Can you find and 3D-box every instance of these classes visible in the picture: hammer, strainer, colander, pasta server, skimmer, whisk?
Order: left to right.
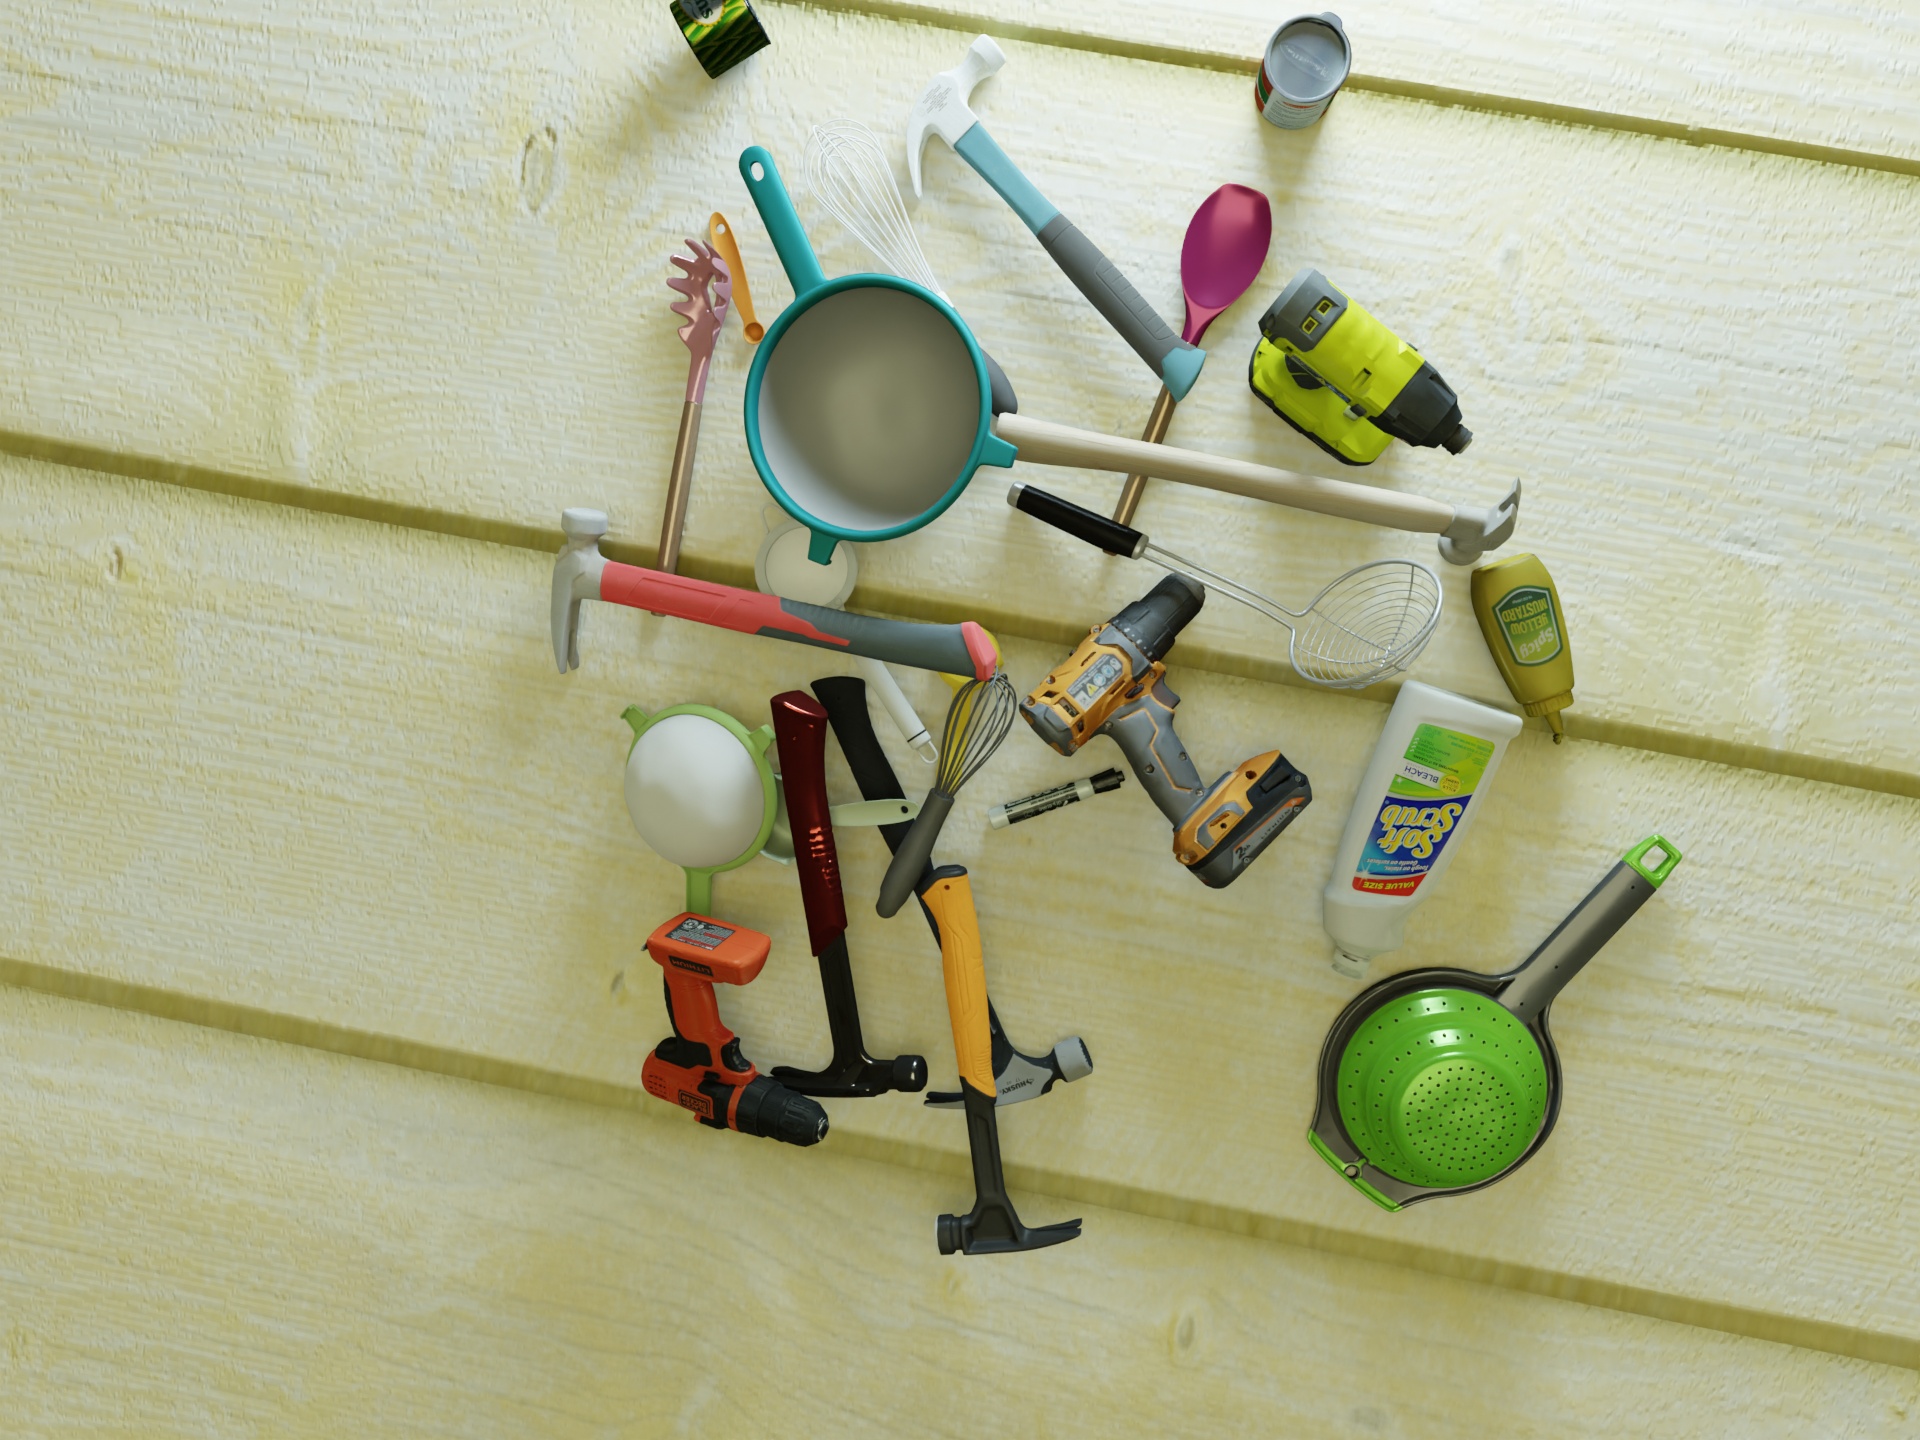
[{"bbox_3d":[-0.237,-0.244,1.349,0.060,0.040,0.316,18,101,37],"label":"pasta server"},{"bbox_3d":[-0.237,0.116,1.356,0.151,0.069,0.256,9,105,22],"label":"strainer"},{"bbox_3d":[-0.161,-0.072,1.322,0.386,0.038,0.143,13,107,13],"label":"hammer"},{"bbox_3d":[-0.124,0.152,1.340,0.149,0.037,0.359,-3,106,19],"label":"hammer"},{"bbox_3d":[-0.093,-0.072,1.345,0.087,0.050,0.258,-33,89,2],"label":"strainer"},{"bbox_3d":[-0.090,-0.309,1.305,0.211,0.095,0.340,-26,85,19],"label":"strainer"},{"bbox_3d":[-0.037,-0.368,1.312,0.070,0.070,0.284,-34,97,7],"label":"whisk"},{"bbox_3d":[-0.033,0.148,1.377,0.149,0.036,0.409,-24,93,8],"label":"hammer"},{"bbox_3d":[-0.017,0.062,1.328,0.055,0.055,0.239,26,103,1],"label":"whisk"},{"bbox_3d":[0.020,0.288,1.351,0.127,0.034,0.337,-7,95,8],"label":"hammer"},{"bbox_3d":[0.082,-0.396,1.301,0.128,0.033,0.331,-42,88,8],"label":"hammer"},{"bbox_3d":[0.199,-0.130,1.265,0.363,0.090,0.127,26,68,16],"label":"skimmer"},{"bbox_3d":[0.230,-0.194,1.263,0.410,0.146,0.038,12,83,4],"label":"hammer"},{"bbox_3d":[0.460,0.255,1.317,0.204,0.094,0.397,41,98,-1],"label":"colander"}]

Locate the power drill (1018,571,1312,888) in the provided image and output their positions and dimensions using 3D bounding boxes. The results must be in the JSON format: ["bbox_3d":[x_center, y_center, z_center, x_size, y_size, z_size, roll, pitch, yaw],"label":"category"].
[{"bbox_3d":[0.187,0.004,1.319,0.226,0.084,0.185,45,85,2],"label":"power drill"}]

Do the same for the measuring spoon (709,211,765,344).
[{"bbox_3d":[-0.189,-0.374,1.347,0.021,0.011,0.117,-18,91,14],"label":"measuring spoon"}]

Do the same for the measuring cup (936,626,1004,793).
[{"bbox_3d":[-0.002,-0.004,1.359,0.062,0.029,0.156,10,95,4],"label":"measuring cup"}]

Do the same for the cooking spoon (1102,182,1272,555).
[{"bbox_3d":[0.180,-0.288,1.321,0.069,0.017,0.319,21,97,6],"label":"cooking spoon"}]

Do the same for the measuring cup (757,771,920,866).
[{"bbox_3d":[-0.106,0.077,1.353,0.167,0.038,0.083,-6,101,21],"label":"measuring cup"}]

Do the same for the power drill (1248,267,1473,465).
[{"bbox_3d":[0.299,-0.256,1.211,0.171,0.223,0.080,39,98,0],"label":"power drill"}]
